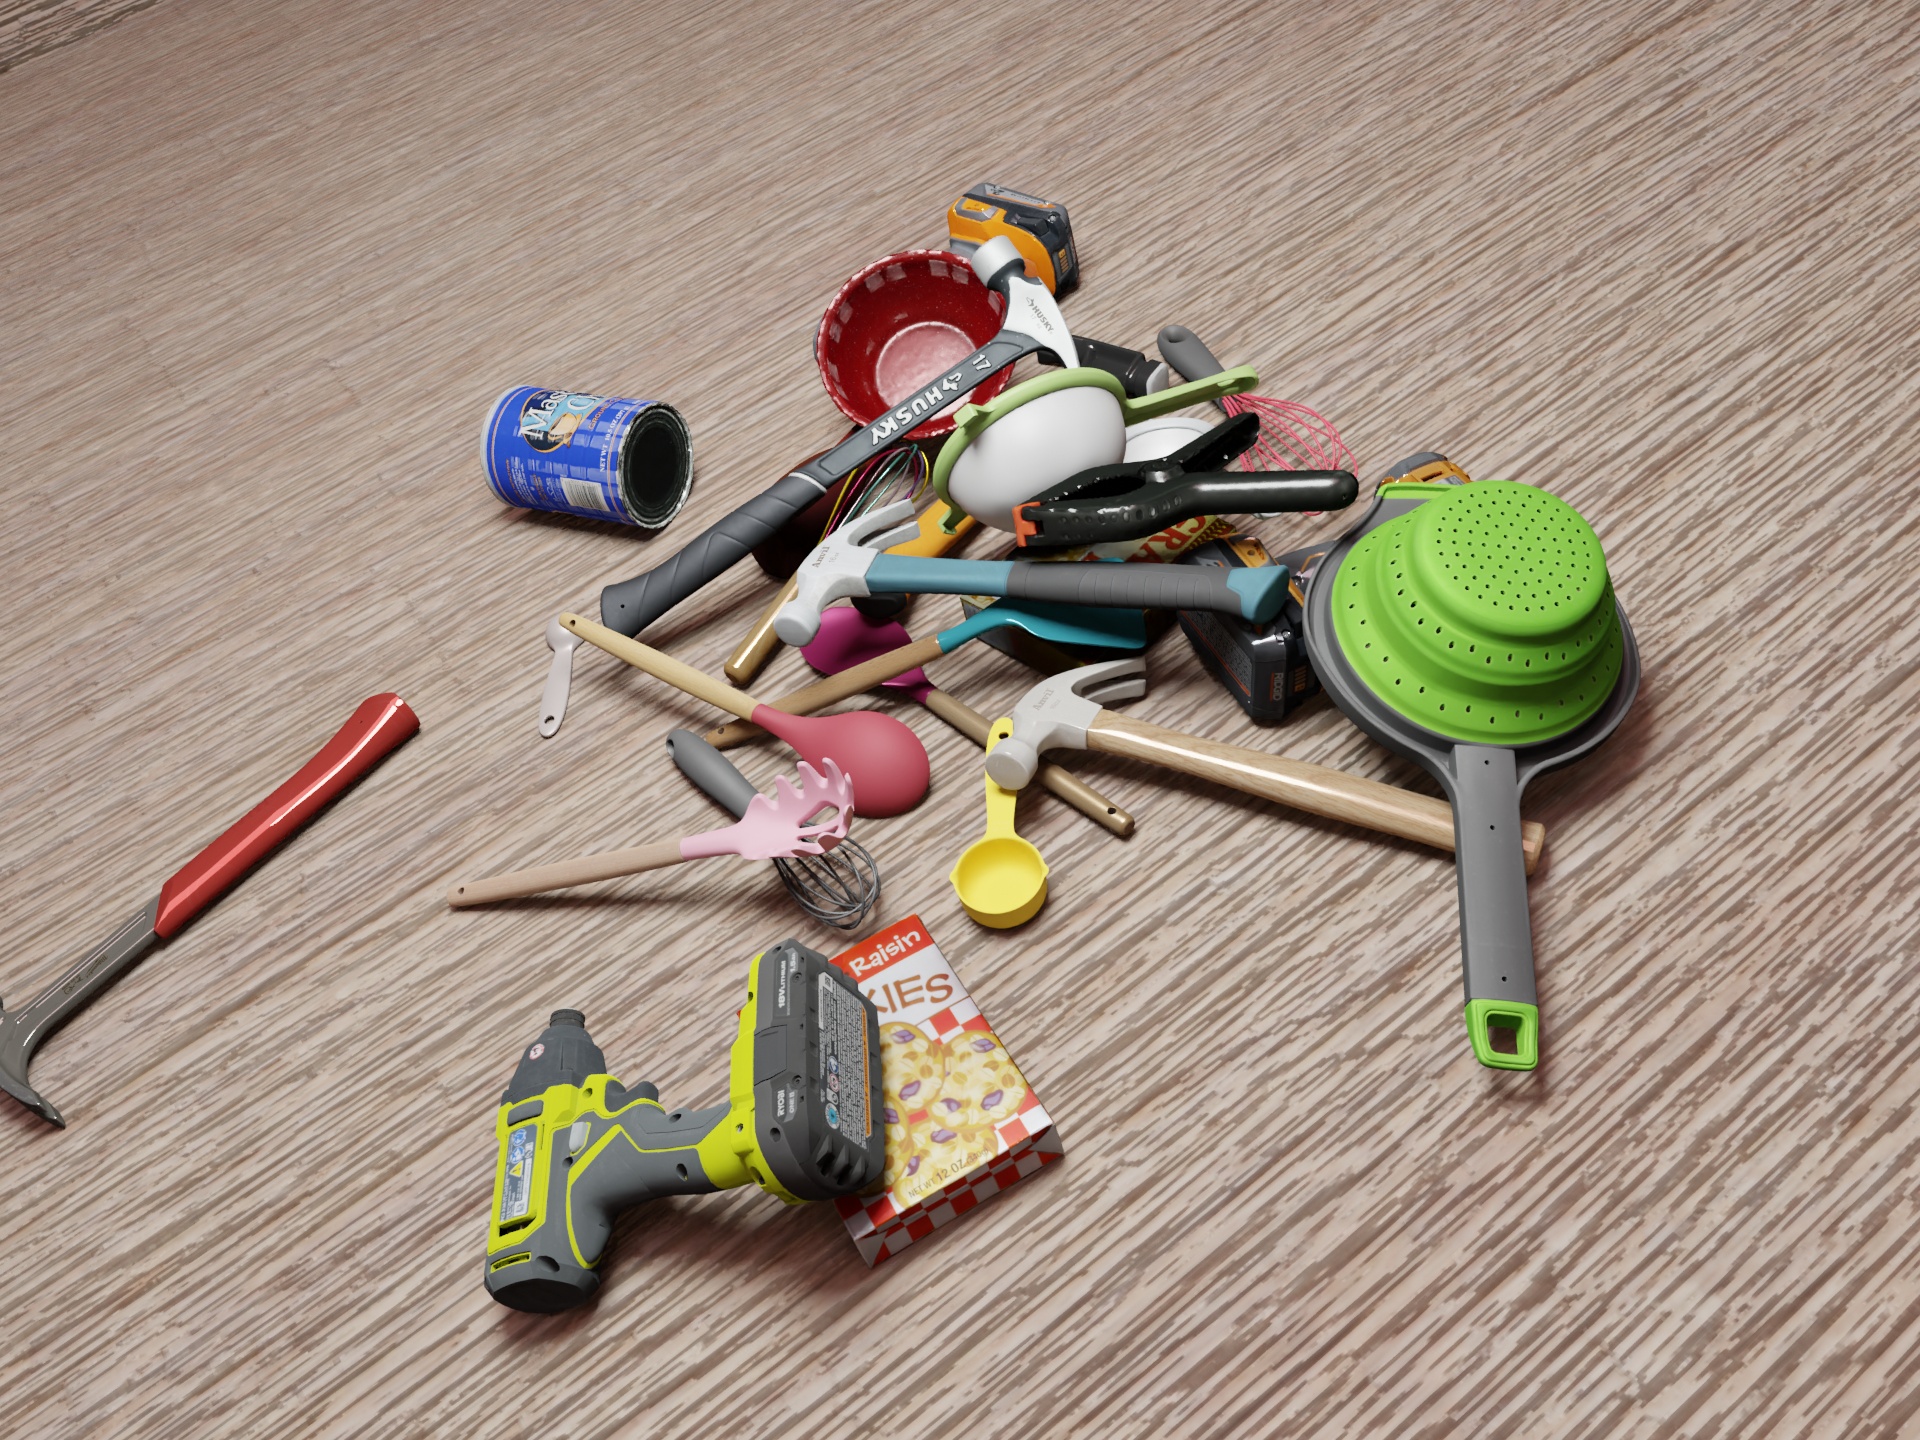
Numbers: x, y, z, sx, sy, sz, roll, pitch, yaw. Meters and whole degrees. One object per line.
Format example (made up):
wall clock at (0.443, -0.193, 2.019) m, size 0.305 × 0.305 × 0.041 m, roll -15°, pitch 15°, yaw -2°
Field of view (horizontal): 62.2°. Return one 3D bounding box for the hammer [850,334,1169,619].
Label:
hammer at (0.022, -0.195, 1.240) m, size 0.127 × 0.034 × 0.337 m, roll 24°, pitch 56°, yaw 30°

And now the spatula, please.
spatula at (-0.031, -0.036, 1.094) m, size 0.317 × 0.044 × 0.082 m, roll -21°, pitch 53°, yaw 14°

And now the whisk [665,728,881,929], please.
whisk at (-0.130, 0.063, 1.050) m, size 0.055 × 0.055 × 0.239 m, roll -38°, pitch 47°, yaw -19°

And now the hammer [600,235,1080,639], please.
hammer at (-0.092, -0.180, 1.166) m, size 0.409 × 0.036 × 0.149 m, roll -35°, pitch 80°, yaw 2°

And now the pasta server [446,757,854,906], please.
pasta server at (-0.202, 0.084, 1.013) m, size 0.316 × 0.040 × 0.060 m, roll -13°, pitch 56°, yaw 21°

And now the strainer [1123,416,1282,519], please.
strainer at (0.171, -0.178, 1.149) m, size 0.087 × 0.050 × 0.259 m, roll -21°, pitch 25°, yaw -8°

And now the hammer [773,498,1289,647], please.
hammer at (0.047, -0.090, 1.044) m, size 0.331 × 0.033 × 0.128 m, roll 5°, pitch 47°, yaw 22°

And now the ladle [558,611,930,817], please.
ladle at (-0.160, -0.016, 1.103) m, size 0.315 × 0.031 × 0.069 m, roll 24°, pitch 90°, yaw 24°

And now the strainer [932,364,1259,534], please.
strainer at (0.109, -0.190, 1.124) m, size 0.256 × 0.151 × 0.069 m, roll -20°, pitch 69°, yaw -15°

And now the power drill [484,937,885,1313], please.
power drill at (-0.158, 0.210, 0.871) m, size 0.223 × 0.080 × 0.171 m, roll -23°, pitch 47°, yaw 19°

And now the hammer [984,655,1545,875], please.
hammer at (0.191, 0.033, 0.987) m, size 0.331 × 0.031 × 0.130 m, roll 16°, pitch 42°, yaw 21°

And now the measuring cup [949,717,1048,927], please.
measuring cup at (0.028, 0.065, 1.016) m, size 0.062 × 0.029 × 0.157 m, roll -5°, pitch 48°, yaw 10°

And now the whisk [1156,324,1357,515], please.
whisk at (0.218, -0.240, 1.226) m, size 0.073 × 0.073 × 0.296 m, roll -22°, pitch 41°, yaw -5°

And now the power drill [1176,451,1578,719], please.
power drill at (0.280, -0.080, 1.052) m, size 0.226 × 0.084 × 0.186 m, roll -22°, pitch 49°, yaw -11°

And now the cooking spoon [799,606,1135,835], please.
cooking spoon at (-0.002, -0.003, 1.093) m, size 0.069 × 0.017 × 0.319 m, roll -38°, pitch 50°, yaw -23°

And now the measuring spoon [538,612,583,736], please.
measuring spoon at (-0.306, -0.038, 1.203) m, size 0.034 × 0.018 × 0.124 m, roll -9°, pitch 48°, yaw 7°

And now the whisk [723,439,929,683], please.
whisk at (-0.098, -0.122, 1.198) m, size 0.051 × 0.047 × 0.245 m, roll 3°, pitch 52°, yaw 53°

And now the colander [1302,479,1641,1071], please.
colander at (0.306, -0.005, 0.902) m, size 0.204 × 0.094 × 0.397 m, roll 6°, pitch 59°, yaw 2°

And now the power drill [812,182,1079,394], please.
power drill at (0.002, -0.358, 1.371) m, size 0.164 × 0.084 × 0.226 m, roll 29°, pitch 66°, yaw 33°

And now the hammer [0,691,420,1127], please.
hammer at (-0.522, 0.112, 1.112) m, size 0.149 × 0.036 × 0.359 m, roll 28°, pitch 61°, yaw 33°
